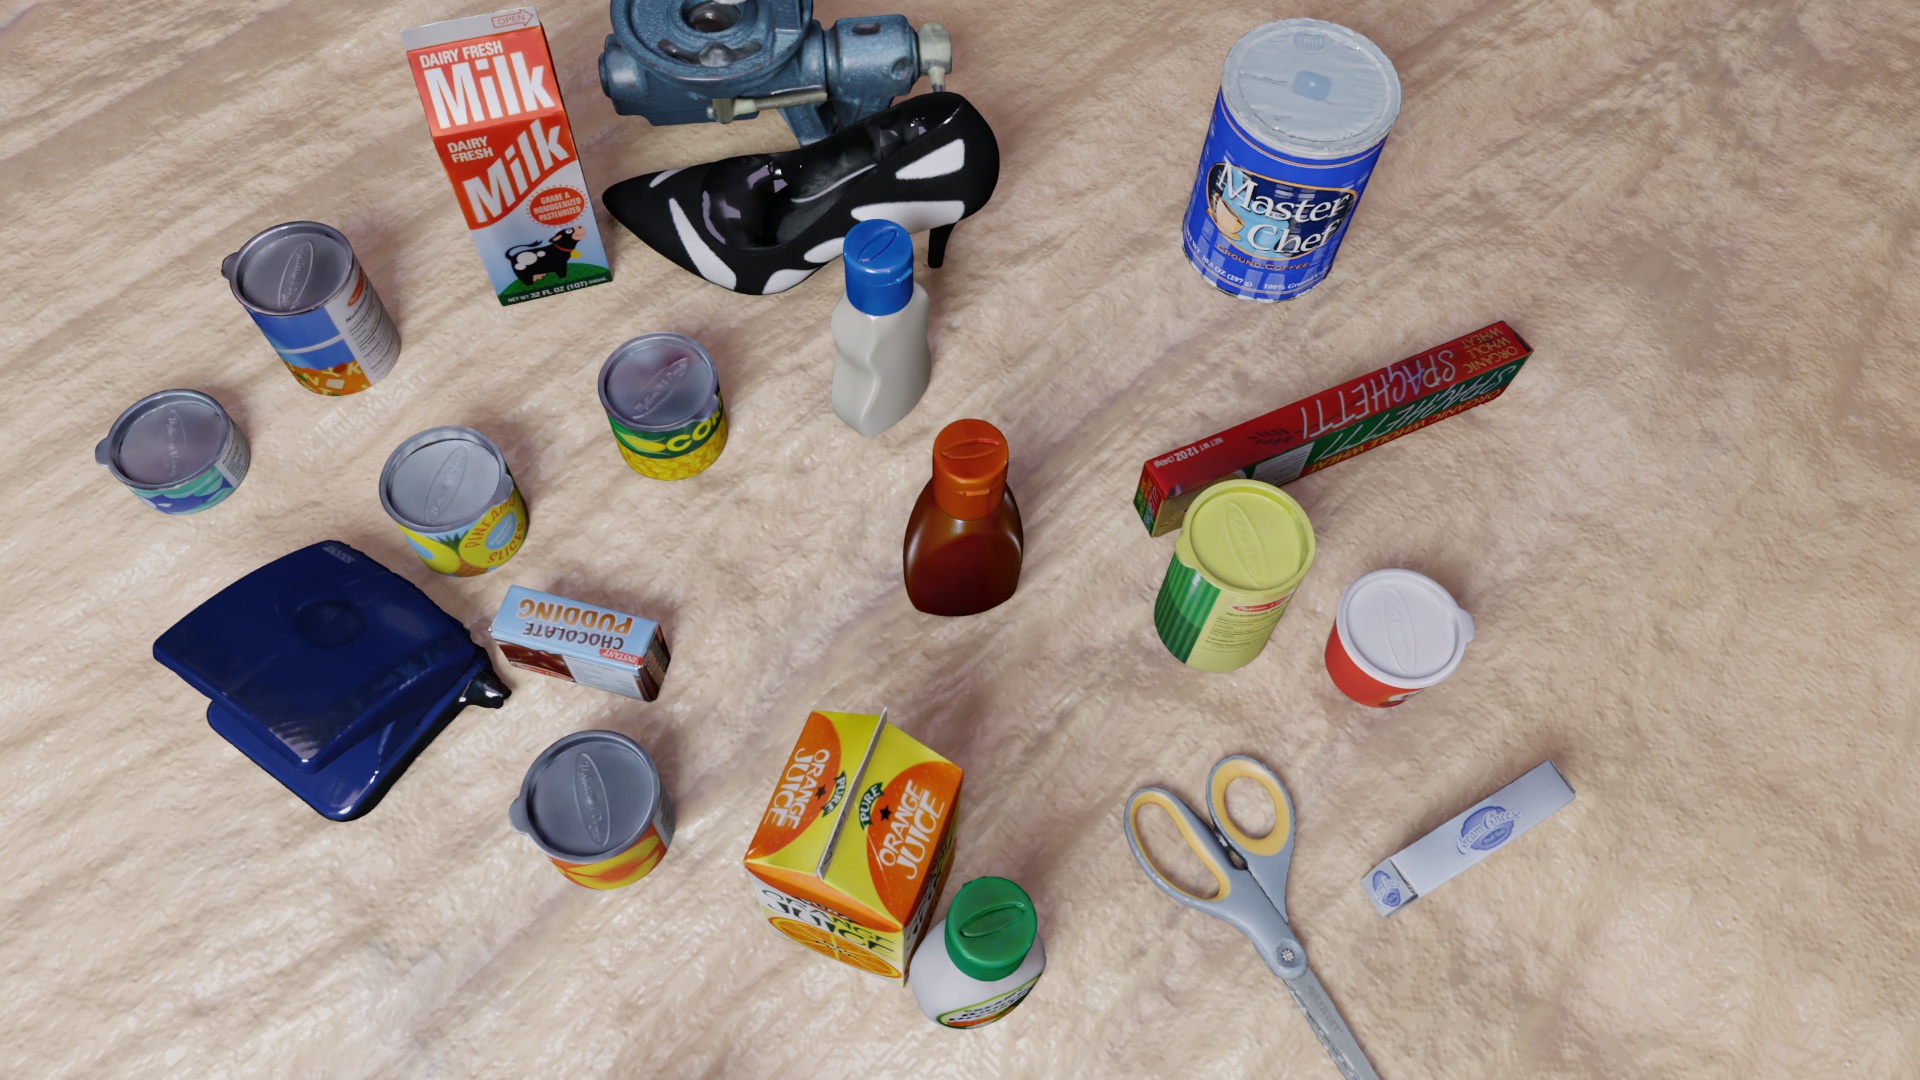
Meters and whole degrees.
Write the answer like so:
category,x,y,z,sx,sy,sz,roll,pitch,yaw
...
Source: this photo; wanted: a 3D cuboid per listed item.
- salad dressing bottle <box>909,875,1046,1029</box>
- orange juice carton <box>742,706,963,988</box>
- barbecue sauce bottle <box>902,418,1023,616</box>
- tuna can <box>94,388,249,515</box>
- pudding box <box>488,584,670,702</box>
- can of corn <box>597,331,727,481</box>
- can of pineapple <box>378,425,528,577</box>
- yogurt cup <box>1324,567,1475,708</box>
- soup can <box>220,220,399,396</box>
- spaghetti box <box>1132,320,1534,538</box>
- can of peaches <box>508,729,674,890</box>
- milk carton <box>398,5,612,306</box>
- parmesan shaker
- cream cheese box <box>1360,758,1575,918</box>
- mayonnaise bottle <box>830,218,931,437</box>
category,x,y,z,sx,sy,sz,roll,pitch,yaw
salad dressing bottle,0.009,0.184,0.619,0.064,0.147,0.044,-18,65,-11
orange juice carton,-0.045,0.136,0.616,0.073,0.191,0.072,20,64,8
barbecue sauce bottle,0.003,-0.009,0.718,0.065,0.148,0.044,-8,64,-6
tuna can,-0.443,-0.049,0.784,0.071,0.032,0.071,1,63,-2
pudding box,-0.199,0.055,0.731,0.084,0.049,0.030,14,63,5
can of corn,-0.167,-0.074,0.795,0.071,0.058,0.071,1,63,-2
can of pineapple,-0.275,-0.020,0.762,0.071,0.057,0.071,1,63,-2
yogurt cup,0.230,0.056,0.747,0.072,0.053,0.072,1,63,-2
soup can,-0.373,-0.133,0.802,0.071,0.083,0.071,1,63,-2
spaghetti box,0.218,-0.066,0.812,0.251,0.050,0.029,-22,66,-13
can of peaches,-0.180,0.135,0.686,0.071,0.057,0.071,1,63,-2
milk carton,-0.257,-0.225,0.795,0.072,0.189,0.073,-16,65,-10
parmesan shaker,0.139,0.021,0.733,0.071,0.102,0.071,1,63,-2
cream cheese box,0.254,0.151,0.699,0.104,0.053,0.024,-26,67,-15
mayonnaise bottle,-0.045,-0.118,0.772,0.041,0.147,0.065,38,68,16
